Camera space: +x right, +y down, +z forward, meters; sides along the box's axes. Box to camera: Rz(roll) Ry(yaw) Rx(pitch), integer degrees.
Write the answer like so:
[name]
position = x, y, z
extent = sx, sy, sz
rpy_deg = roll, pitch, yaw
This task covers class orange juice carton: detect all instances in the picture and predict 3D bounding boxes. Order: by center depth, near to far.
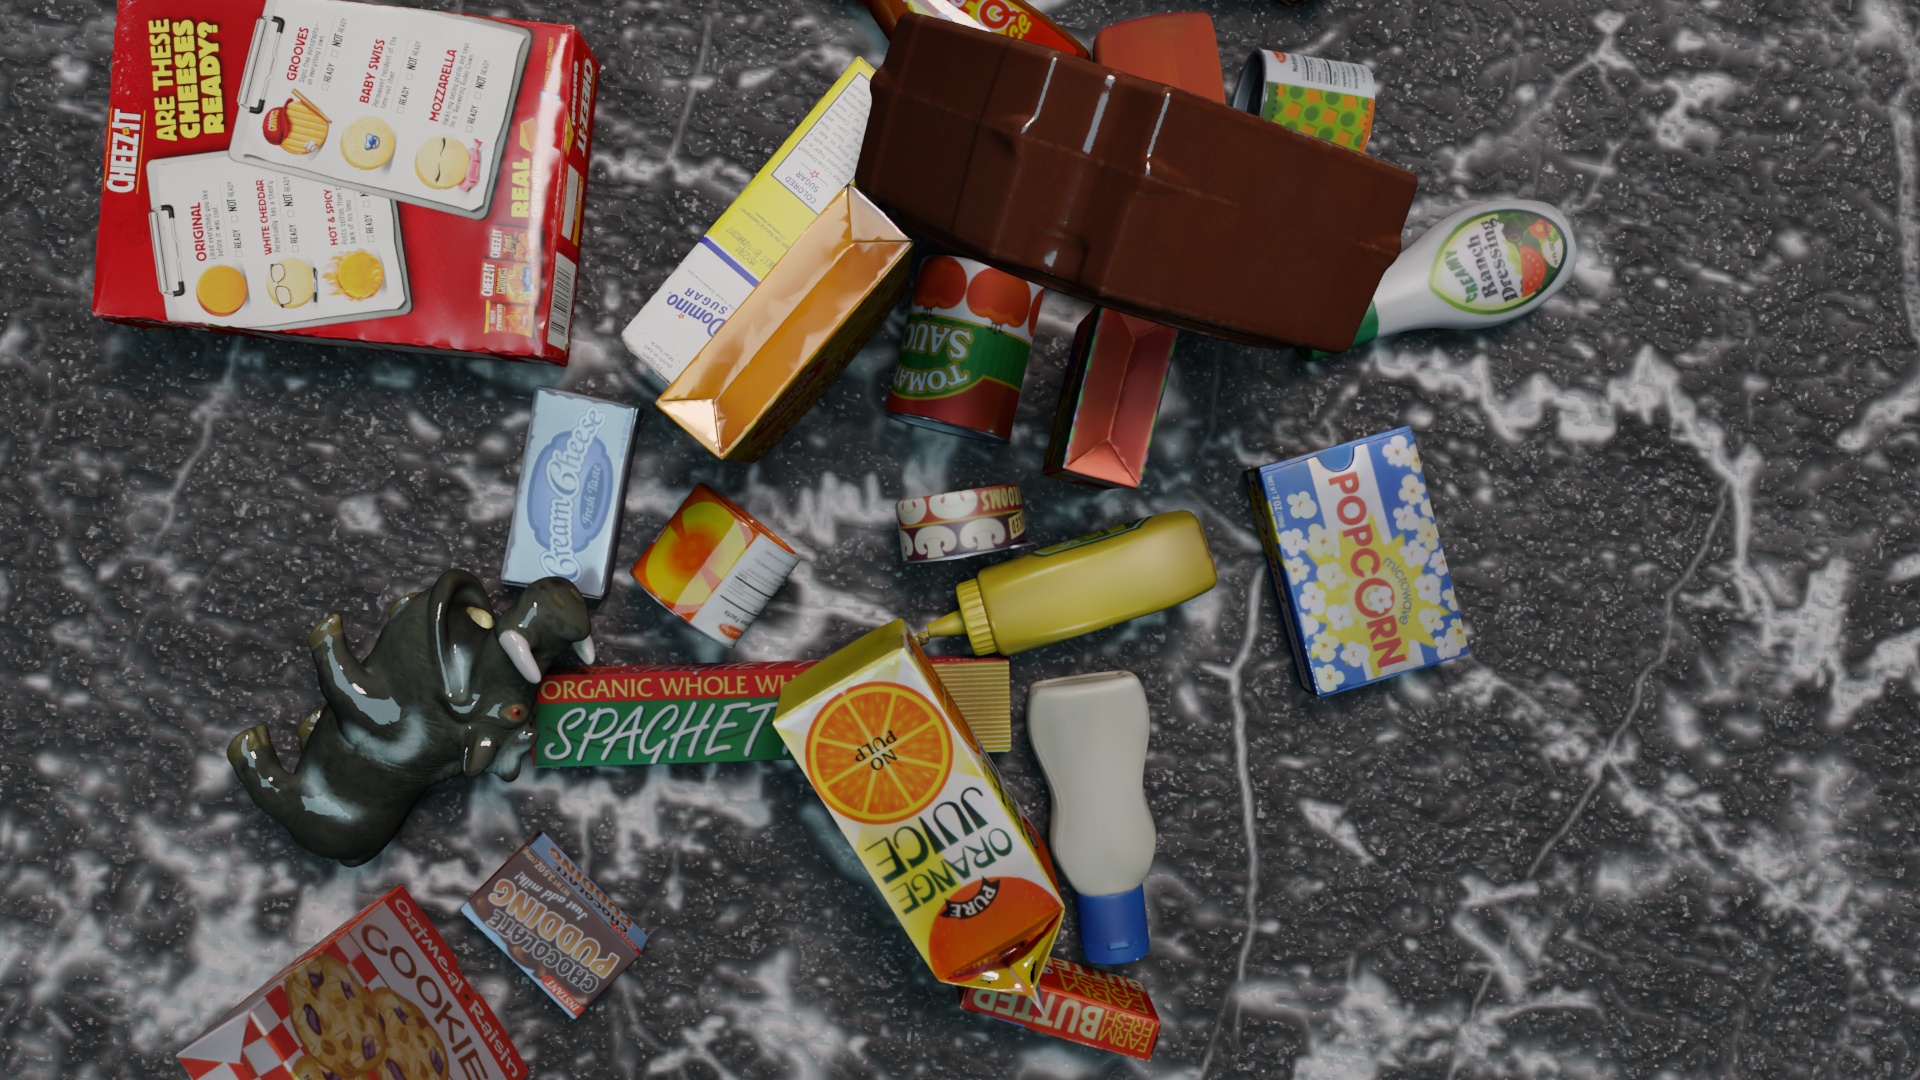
[orange juice carton]
position = -0.010, 0.141, 0.685
extent = 0.073, 0.072, 0.192
rpy_deg = -31, 98, 1

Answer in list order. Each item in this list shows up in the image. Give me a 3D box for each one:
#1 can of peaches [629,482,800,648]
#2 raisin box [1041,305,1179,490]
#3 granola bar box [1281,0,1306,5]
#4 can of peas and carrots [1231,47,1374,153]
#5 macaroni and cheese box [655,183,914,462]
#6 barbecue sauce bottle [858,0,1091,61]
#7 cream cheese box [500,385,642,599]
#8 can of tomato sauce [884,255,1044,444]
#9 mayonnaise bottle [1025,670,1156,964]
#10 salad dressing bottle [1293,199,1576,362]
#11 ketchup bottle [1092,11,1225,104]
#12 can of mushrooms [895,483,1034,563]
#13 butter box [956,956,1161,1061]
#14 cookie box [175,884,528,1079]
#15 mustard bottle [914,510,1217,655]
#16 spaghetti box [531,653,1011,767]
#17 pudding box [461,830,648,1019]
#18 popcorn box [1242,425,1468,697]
[can of peaches]
position = -0.126, 0.011, 0.705
extent = 0.071, 0.071, 0.058
rpy_deg = 38, 89, -4
[raisin box]
position = 0.072, -0.070, 0.686
extent = 0.040, 0.123, 0.086
rpy_deg = 13, 91, -2
[granola bar box]
position = 0.131, -0.359, 0.691
extent = 0.166, 0.039, 0.124
rpy_deg = 12, 91, -32
[can of peas and carrots]
position = 0.174, -0.214, 0.720
extent = 0.059, 0.071, 0.071
rpy_deg = 7, 91, -4
[macaroni and cheese box]
position = -0.077, -0.093, 0.655
extent = 0.040, 0.166, 0.124
rpy_deg = 41, 89, -4
[barbecue sauce bottle]
position = -0.008, -0.268, 0.717
extent = 0.148, 0.043, 0.065
rpy_deg = 36, 90, -3
[cream cheese box]
position = -0.201, -0.024, 0.720
extent = 0.053, 0.024, 0.103
rpy_deg = 11, 91, -3
[can of tomato sauce]
position = 0.001, -0.097, 0.708
extent = 0.071, 0.071, 0.083
rpy_deg = 13, 90, -4
[mayonnaise bottle]
position = 0.073, 0.146, 0.733
extent = 0.065, 0.041, 0.148
rpy_deg = -7, 93, -2
[salad dressing bottle]
position = 0.247, -0.134, 0.735
extent = 0.148, 0.044, 0.064
rpy_deg = -20, 94, -3
[ketchup bottle]
position = 0.110, -0.195, 0.726
extent = 0.065, 0.043, 0.148
rpy_deg = -9, 92, 0
[can of mushrooms]
position = 0.003, -0.009, 0.711
extent = 0.071, 0.071, 0.033
rpy_deg = -8, 91, -3
[butter box]
position = 0.050, 0.238, 0.727
extent = 0.103, 0.053, 0.024
rpy_deg = 17, 93, -4
[cookie box]
position = -0.273, 0.245, 0.651
extent = 0.040, 0.167, 0.123
rpy_deg = -32, 93, 1
[mustard bottle]
position = 0.050, 0.027, 0.718
extent = 0.160, 0.065, 0.049
rpy_deg = -17, 90, 1
[spaghetti box]
position = -0.098, 0.089, 0.727
extent = 0.250, 0.028, 0.050
rpy_deg = -2, 91, -4
[pudding box]
position = -0.210, 0.199, 0.721
extent = 0.049, 0.030, 0.083
rpy_deg = -44, 93, -1
[popcorn box]
position = 0.210, 0.011, 0.739
extent = 0.085, 0.038, 0.126
rpy_deg = -15, 92, -2
